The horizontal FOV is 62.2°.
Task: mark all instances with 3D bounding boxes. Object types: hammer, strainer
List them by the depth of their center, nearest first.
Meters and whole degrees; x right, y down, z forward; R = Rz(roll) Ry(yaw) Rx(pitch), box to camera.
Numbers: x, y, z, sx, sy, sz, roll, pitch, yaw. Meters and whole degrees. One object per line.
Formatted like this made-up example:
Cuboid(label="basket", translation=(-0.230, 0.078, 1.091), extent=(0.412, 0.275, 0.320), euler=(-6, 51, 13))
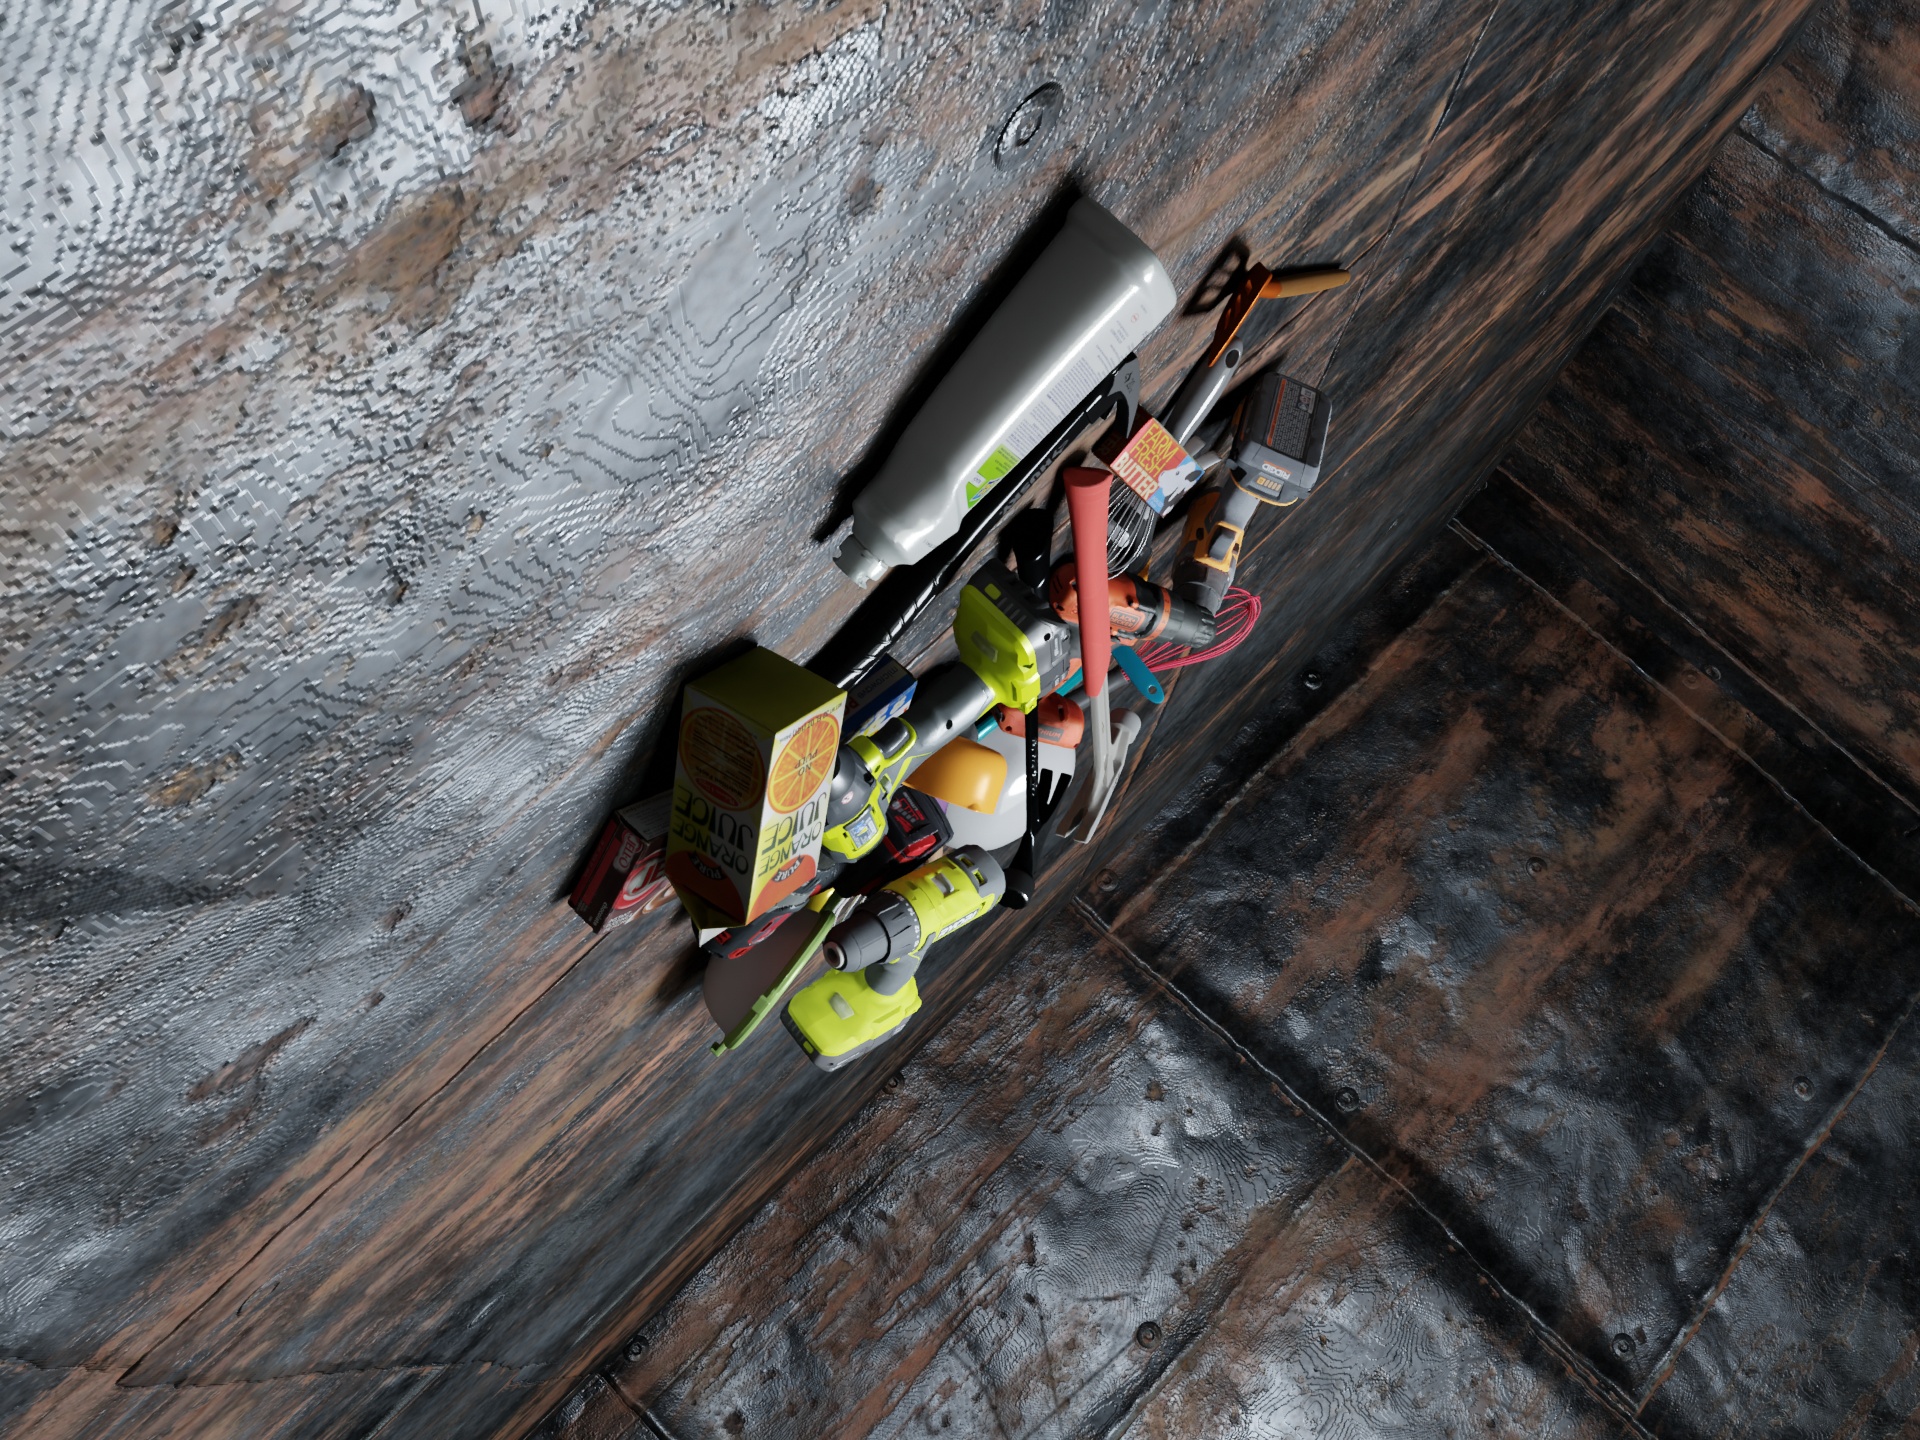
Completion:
Cuboid(label="hammer", translation=(0.003, -0.125, 1.103), extent=(0.335, 0.035, 0.146), euler=(-48, 166, 4))
Cuboid(label="hammer", translation=(0.110, -0.060, 1.333), extent=(0.358, 0.037, 0.149), euler=(81, 30, -47))
Cuboid(label="hammer", translation=(0.064, -0.015, 1.358), extent=(0.408, 0.036, 0.149), euler=(88, 21, -47))
Cuboid(label="strainer", translation=(-0.002, -0.005, 1.416), extent=(0.087, 0.050, 0.258), euler=(-16, 169, 2))
Cuboid(label="strainer", translation=(-0.157, 0.177, 1.443), extent=(0.256, 0.069, 0.151), euler=(-55, -176, -35))
Cuboid(label="hammer", translation=(0.176, -0.153, 1.566), extent=(0.127, 0.034, 0.336), euler=(-42, 166, -15))
Cuboid(label="strainer", translation=(0.094, 0.026, 1.633), extent=(0.340, 0.095, 0.211), euler=(-41, 167, 4))

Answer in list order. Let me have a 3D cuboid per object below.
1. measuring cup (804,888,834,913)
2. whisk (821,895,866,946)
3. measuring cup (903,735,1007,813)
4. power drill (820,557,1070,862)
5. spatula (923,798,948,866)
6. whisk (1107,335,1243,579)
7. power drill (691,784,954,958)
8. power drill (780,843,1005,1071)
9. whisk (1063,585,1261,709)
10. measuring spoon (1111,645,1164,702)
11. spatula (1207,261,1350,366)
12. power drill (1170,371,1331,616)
Cuboid(label="measuring cup", translation=(-0.100, 0.132, 1.540), extent=(0.156, 0.029, 0.062), euler=(-45, 167, 1))
Cuboid(label="whisk", translation=(-0.064, 0.125, 1.537), extent=(0.246, 0.057, 0.059), euler=(-61, -156, 3))
Cuboid(label="measuring cup", translation=(-0.036, 0.028, 1.298), extent=(0.173, 0.095, 0.052), euler=(21, 91, -37))
Cuboid(label="power drill", translation=(-0.028, -0.003, 1.118), extent=(0.223, 0.080, 0.171), euler=(-43, 164, -10))
Cuboid(label="spatula", translation=(-0.024, 0.119, 1.549), extent=(0.315, 0.018, 0.060), euler=(98, 16, -57))
Cuboid(label="whisk", translation=(0.169, -0.217, 1.332), extent=(0.239, 0.055, 0.055), euler=(-58, 163, 26))
Cuboid(label="power drill", translation=(-0.100, 0.106, 1.317), extent=(0.188, 0.080, 0.226), euler=(-42, 168, 32))
Cuboid(label="power drill", translation=(-0.075, 0.216, 1.422), extent=(0.190, 0.080, 0.228), euler=(-24, 155, -43))
Cuboid(label="whisk", translation=(0.193, -0.061, 1.725), extent=(0.296, 0.073, 0.073), euler=(-30, 170, 11))
Cuboid(label="measuring spoon", translation=(0.155, -0.070, 1.532), extent=(0.042, 0.129, 0.021), euler=(-36, 168, -4))
Cuboid(label="spatula", translation=(0.266, -0.343, 1.279), extent=(0.322, 0.041, 0.081), euler=(-30, 157, -55))
Cuboid(label="power drill", translation=(0.261, -0.192, 1.505), extent=(0.226, 0.084, 0.185), euler=(117, -6, -53))
